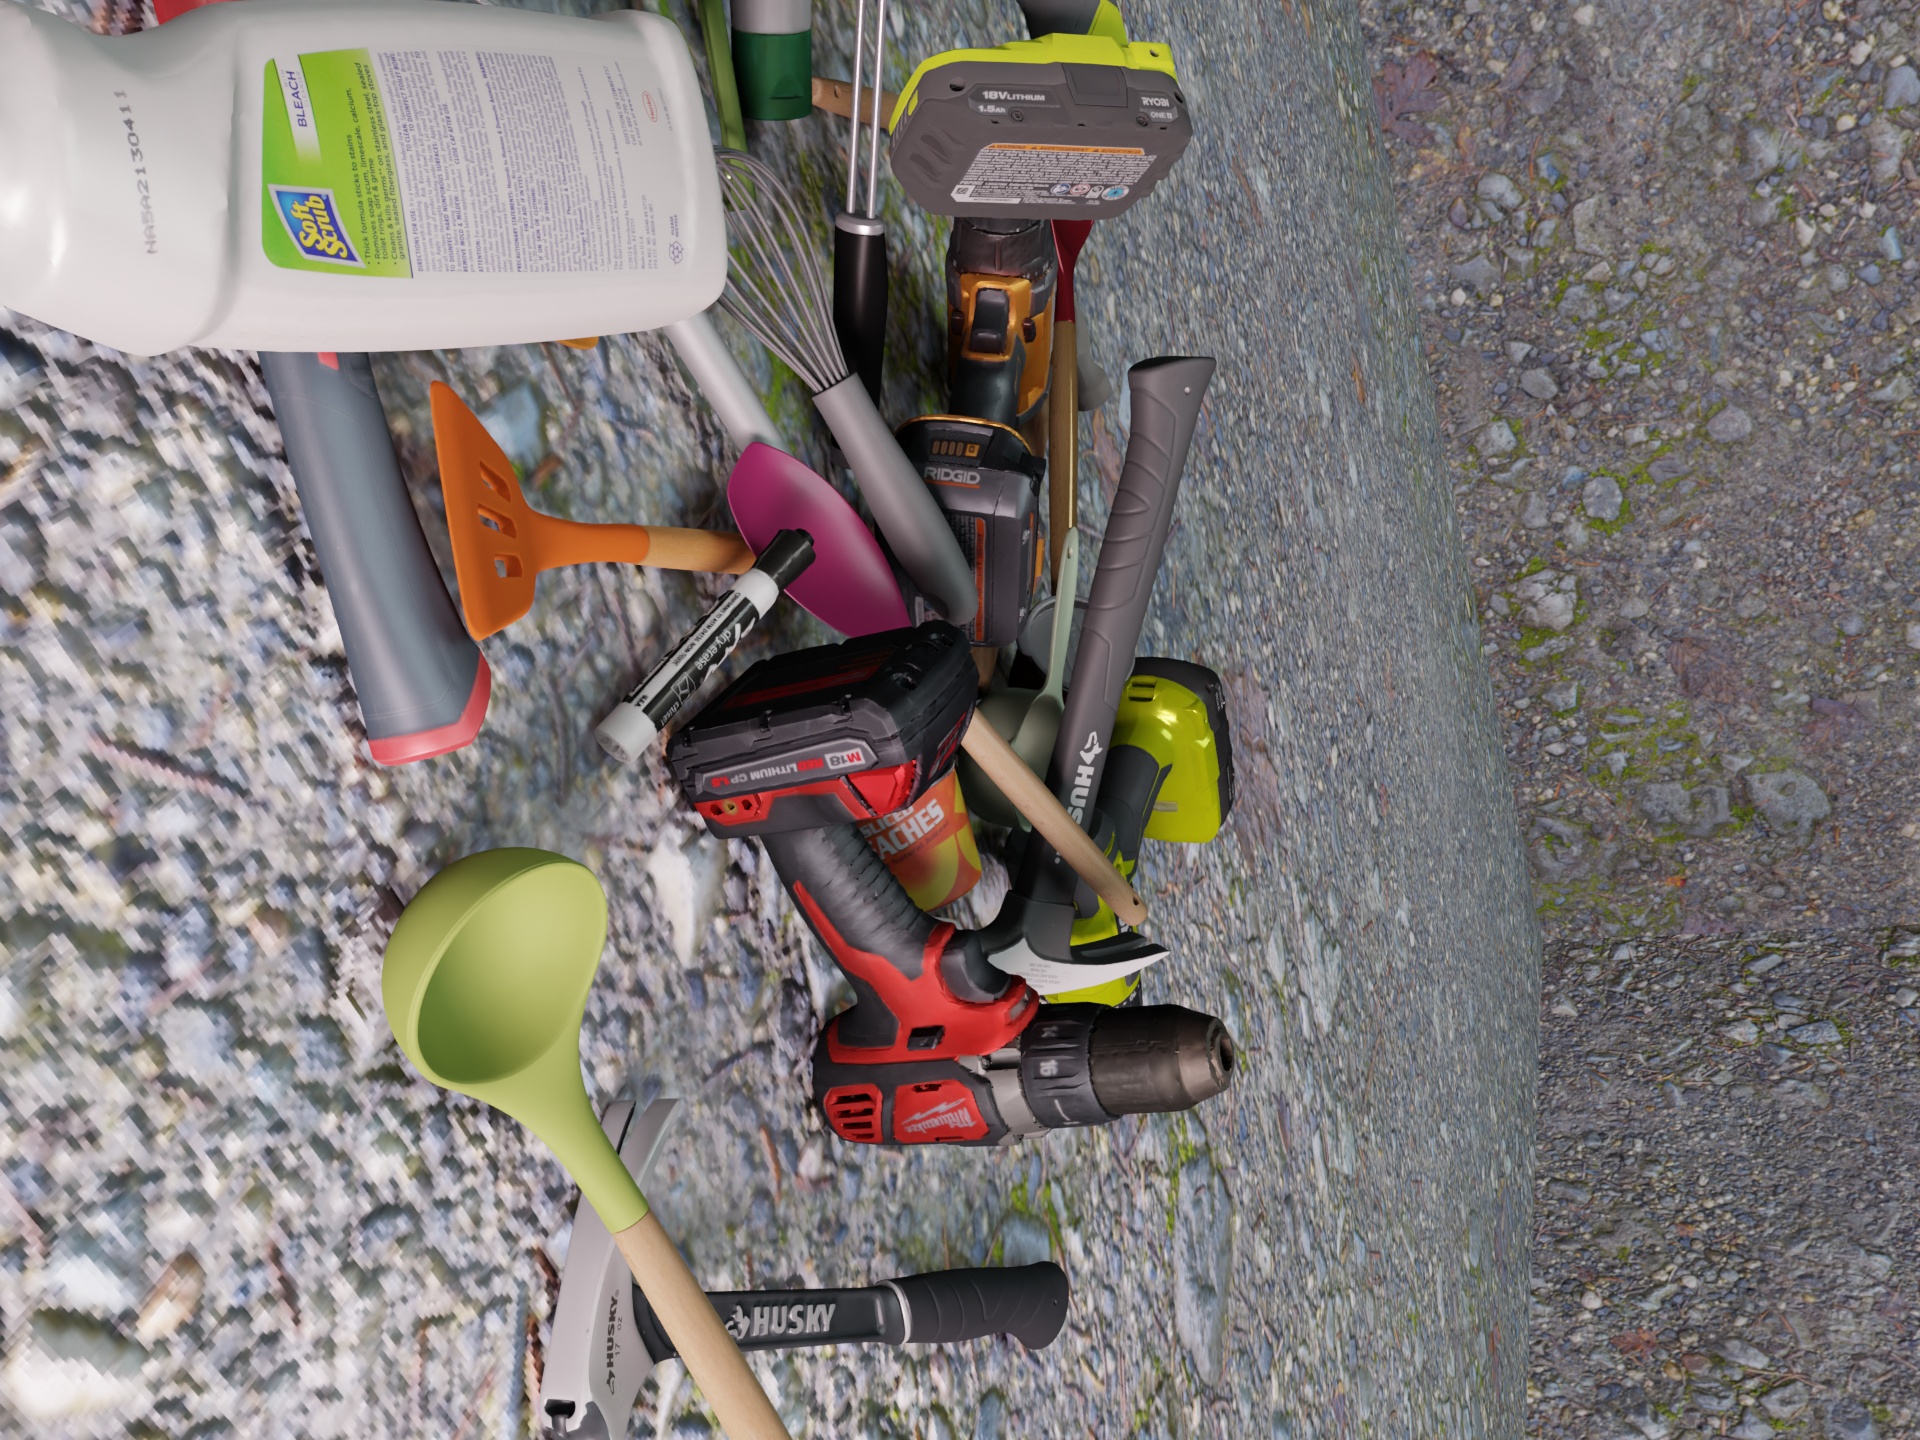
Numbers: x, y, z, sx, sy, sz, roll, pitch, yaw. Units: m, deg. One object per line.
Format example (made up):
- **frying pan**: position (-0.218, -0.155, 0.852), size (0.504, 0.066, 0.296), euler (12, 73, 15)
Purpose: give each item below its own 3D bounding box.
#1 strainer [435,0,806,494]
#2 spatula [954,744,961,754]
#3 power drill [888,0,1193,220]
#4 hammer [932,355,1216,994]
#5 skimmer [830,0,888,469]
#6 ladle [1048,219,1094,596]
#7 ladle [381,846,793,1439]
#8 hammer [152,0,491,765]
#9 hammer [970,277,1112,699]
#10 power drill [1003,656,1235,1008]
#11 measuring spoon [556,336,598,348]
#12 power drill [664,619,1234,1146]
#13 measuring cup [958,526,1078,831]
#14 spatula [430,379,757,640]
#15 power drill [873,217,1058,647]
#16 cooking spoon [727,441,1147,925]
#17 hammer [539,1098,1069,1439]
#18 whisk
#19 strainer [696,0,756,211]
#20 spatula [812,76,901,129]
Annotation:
- **strainer**: position (-0.117, -0.175, 0.630), size (0.087, 0.050, 0.258), euler (-58, 138, -27)
- **spatula**: position (0.021, 0.014, 0.905), size (0.315, 0.018, 0.060), euler (8, 76, -65)
- **power drill**: position (0.015, -0.352, 0.735), size (0.171, 0.080, 0.223), euler (-6, 78, -21)
- **hammer**: position (0.075, -0.022, 0.807), size (0.146, 0.035, 0.335), euler (11, 96, -32)
- **skimmer**: position (-0.057, -0.257, 0.653), size (0.090, 0.127, 0.363), euler (-41, 147, -43)
- **ladle**: position (0.064, -0.216, 0.969), size (0.069, 0.031, 0.315), euler (19, 70, -59)
- **ladle**: position (-0.089, 0.185, 0.520), size (0.078, 0.062, 0.320), euler (-37, 105, -42)
- **hammer**: position (-0.212, -0.171, 0.444), size (0.143, 0.038, 0.386), euler (-32, 113, -61)
- **hammer**: position (0.034, -0.149, 0.957), size (0.129, 0.031, 0.332), euler (59, 35, -42)
- **power drill**: position (0.102, 0.086, 0.980), size (0.229, 0.080, 0.190), euler (-58, 143, -45)
- **measuring spoon**: position (-0.167, -0.153, 0.569), size (0.117, 0.011, 0.021), euler (10, 70, -67)
- **power drill**: position (-0.002, 0.078, 0.654), size (0.080, 0.188, 0.226), euler (-51, 125, -55)
- **measuring cup**: position (0.034, -0.025, 0.858), size (0.083, 0.038, 0.168), euler (25, 73, -63)
- **spatula**: position (-0.107, -0.070, 0.630), size (0.322, 0.041, 0.081), euler (-7, 88, -66)
- **power drill**: position (0.011, -0.175, 0.806), size (0.185, 0.084, 0.226), euler (90, 9, -56)
- **cooking spoon**: position (-0.001, -0.002, 0.733), size (0.318, 0.017, 0.069), euler (48, 41, -30)
- **hammer**: position (-0.041, 0.256, 0.700), size (0.408, 0.036, 0.149), euler (33, 54, -59)
- **whisk**: position (-0.057, -0.144, 0.693), size (0.239, 0.055, 0.055), euler (59, 32, -15)
- **strainer**: position (-0.133, -0.320, 0.629), size (0.152, 0.069, 0.256), euler (-113, -168, -47)
- **spatula**: position (0.001, -0.349, 0.924), size (0.317, 0.044, 0.082), euler (-28, 116, -62)
